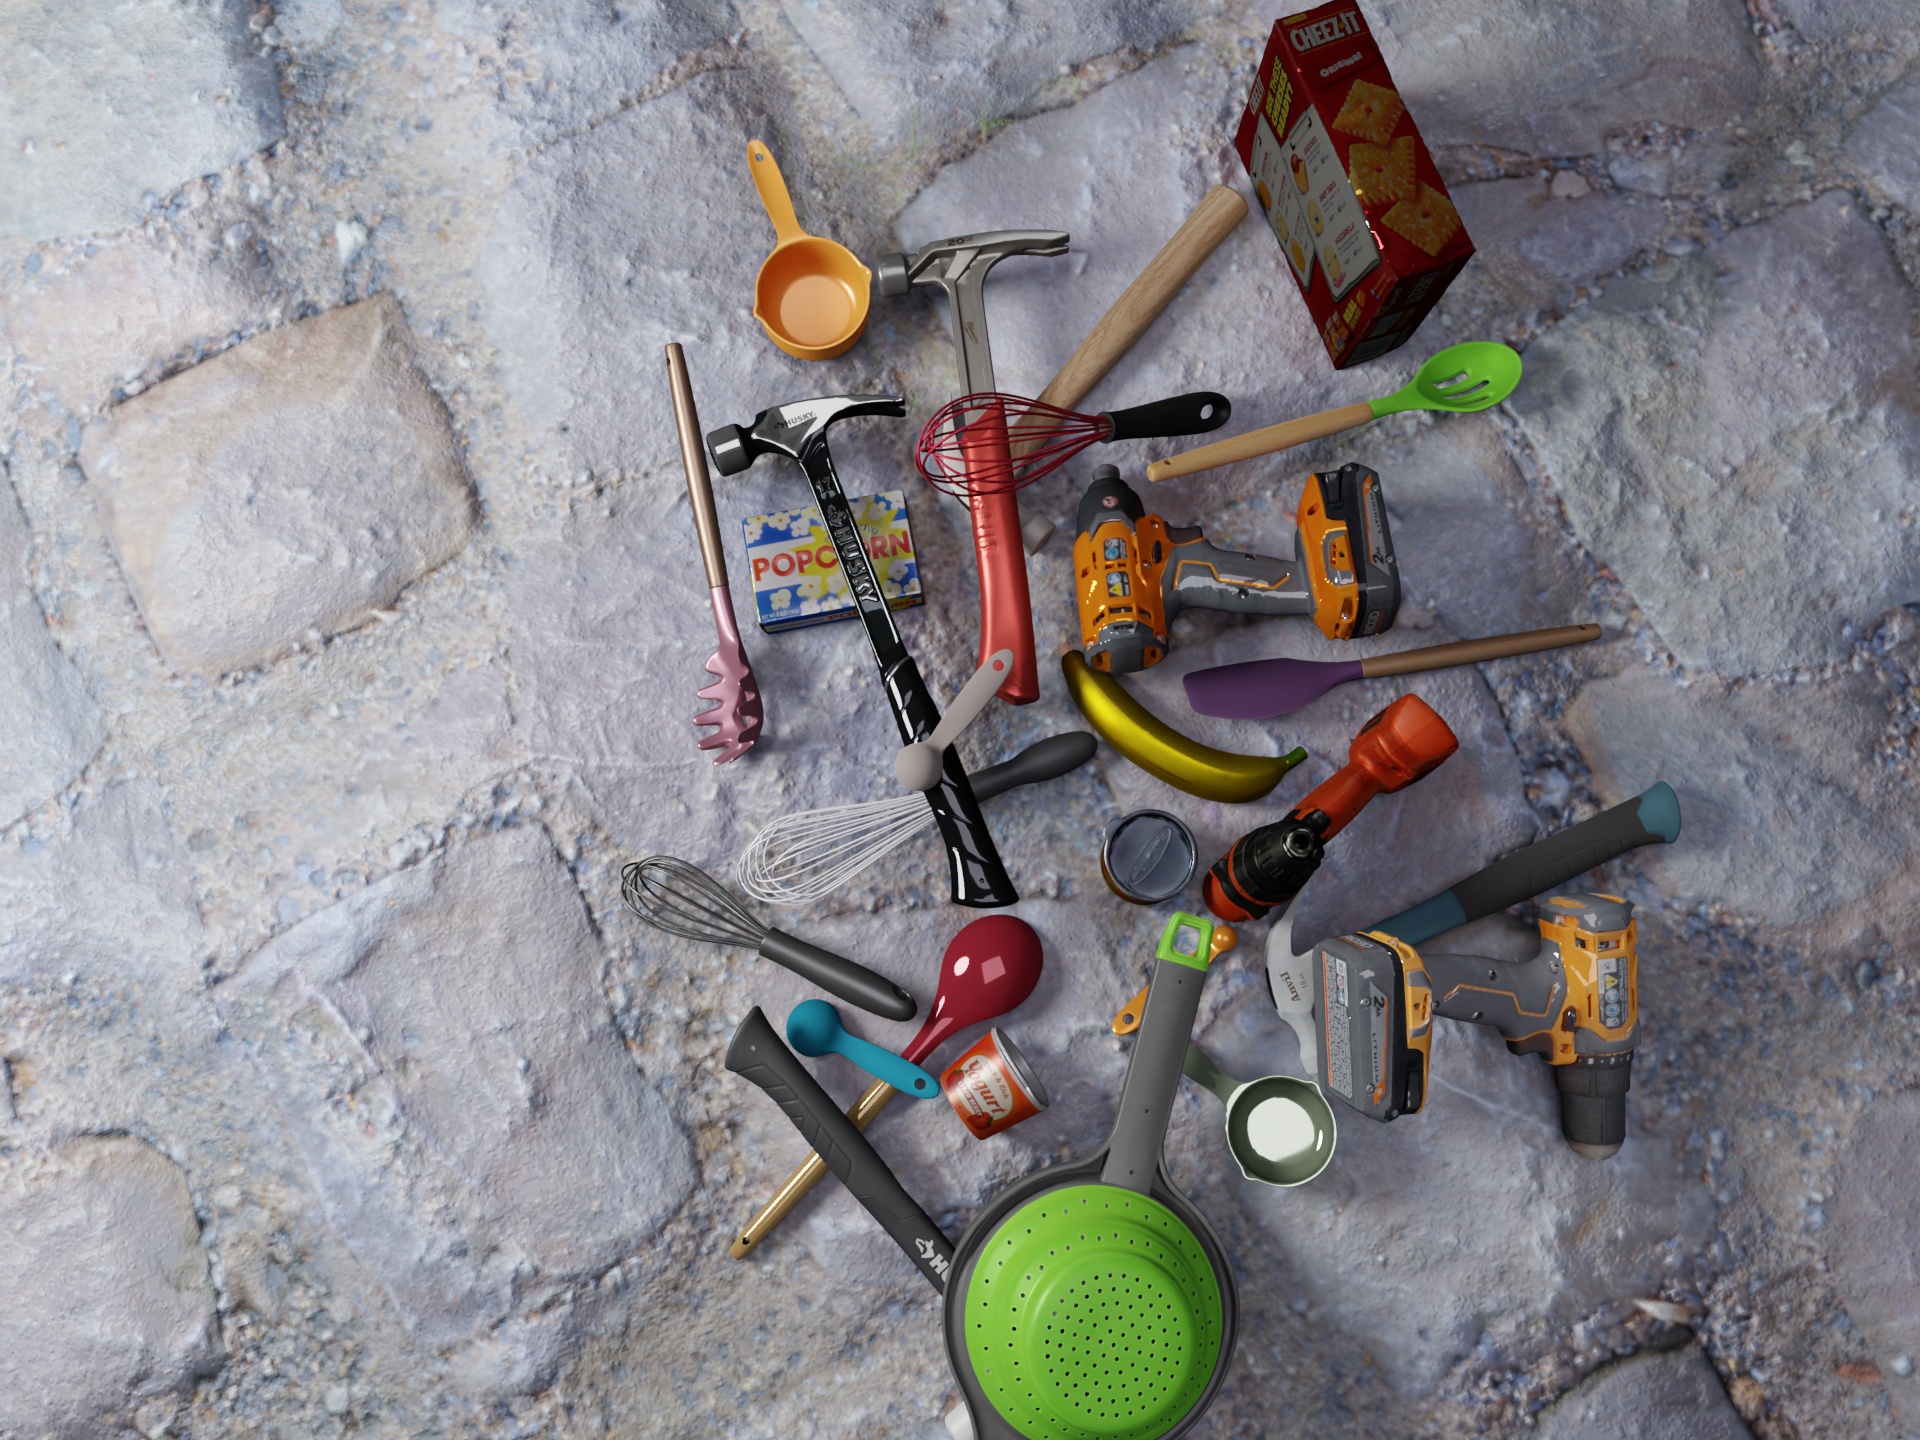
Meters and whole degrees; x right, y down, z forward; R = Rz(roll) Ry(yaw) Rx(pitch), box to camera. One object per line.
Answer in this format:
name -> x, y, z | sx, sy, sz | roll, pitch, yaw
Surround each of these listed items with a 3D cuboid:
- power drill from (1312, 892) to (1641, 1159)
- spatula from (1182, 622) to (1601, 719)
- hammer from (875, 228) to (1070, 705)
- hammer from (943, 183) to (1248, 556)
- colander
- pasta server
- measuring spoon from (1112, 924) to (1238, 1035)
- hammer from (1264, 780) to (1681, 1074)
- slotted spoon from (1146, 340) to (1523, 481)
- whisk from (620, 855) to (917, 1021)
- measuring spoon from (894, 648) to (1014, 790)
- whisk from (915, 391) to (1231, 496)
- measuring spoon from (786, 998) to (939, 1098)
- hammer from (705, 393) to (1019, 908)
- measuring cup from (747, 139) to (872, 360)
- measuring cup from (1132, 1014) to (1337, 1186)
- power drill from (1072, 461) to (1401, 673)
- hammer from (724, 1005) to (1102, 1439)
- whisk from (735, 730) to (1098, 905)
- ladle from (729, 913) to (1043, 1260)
power drill -> 0.365, 0.222, 1.098 | 0.226, 0.084, 0.185 | -5, 95, -13
spatula -> 0.325, -0.041, 1.190 | 0.316, 0.018, 0.060 | -10, 46, -3
hammer -> 0.030, -0.190, 1.185 | 0.149, 0.036, 0.359 | -8, 81, 1
hammer -> 0.108, -0.290, 1.237 | 0.130, 0.031, 0.331 | 39, 83, 7
colander -> 0.114, 0.322, 1.058 | 0.204, 0.094, 0.397 | 16, 81, -2
pasta server -> -0.191, -0.125, 1.184 | 0.040, 0.060, 0.316 | -11, 90, -43
measuring spoon -> 0.155, 0.188, 1.157 | 0.117, 0.011, 0.021 | -39, 59, -6
hammer -> 0.374, 0.131, 1.156 | 0.331, 0.033, 0.128 | -24, 81, -3
slotted spoon -> 0.282, -0.226, 1.193 | 0.313, 0.031, 0.070 | -18, 53, -14
whisk -> -0.140, 0.160, 1.149 | 0.239, 0.055, 0.055 | 25, 81, 7
measuring spoon -> -0.002, -0.004, 1.114 | 0.034, 0.018, 0.124 | 37, 78, 7
whisk -> 0.090, -0.211, 1.152 | 0.295, 0.073, 0.073 | -15, 78, -34
measuring spoon -> -0.072, 0.236, 1.133 | 0.129, 0.021, 0.042 | 22, 79, 23
hammer -> -0.047, -0.054, 1.151 | 0.149, 0.036, 0.409 | -21, 78, -5
measuring cup -> -0.129, -0.363, 1.236 | 0.095, 0.052, 0.173 | -21, 86, -4
measuring cup -> 0.193, 0.266, 1.140 | 0.168, 0.038, 0.083 | 35, 85, 24
power drill -> 0.197, -0.127, 1.179 | 0.226, 0.084, 0.164 | -6, 67, 4
hammer -> -0.044, 0.334, 1.110 | 0.146, 0.035, 0.335 | -40, 88, -6
whisk -> -0.030, 0.065, 1.166 | 0.284, 0.070, 0.070 | -22, 80, -7
ladle -> -0.056, 0.265, 1.145 | 0.069, 0.031, 0.315 | 41, 85, 13
